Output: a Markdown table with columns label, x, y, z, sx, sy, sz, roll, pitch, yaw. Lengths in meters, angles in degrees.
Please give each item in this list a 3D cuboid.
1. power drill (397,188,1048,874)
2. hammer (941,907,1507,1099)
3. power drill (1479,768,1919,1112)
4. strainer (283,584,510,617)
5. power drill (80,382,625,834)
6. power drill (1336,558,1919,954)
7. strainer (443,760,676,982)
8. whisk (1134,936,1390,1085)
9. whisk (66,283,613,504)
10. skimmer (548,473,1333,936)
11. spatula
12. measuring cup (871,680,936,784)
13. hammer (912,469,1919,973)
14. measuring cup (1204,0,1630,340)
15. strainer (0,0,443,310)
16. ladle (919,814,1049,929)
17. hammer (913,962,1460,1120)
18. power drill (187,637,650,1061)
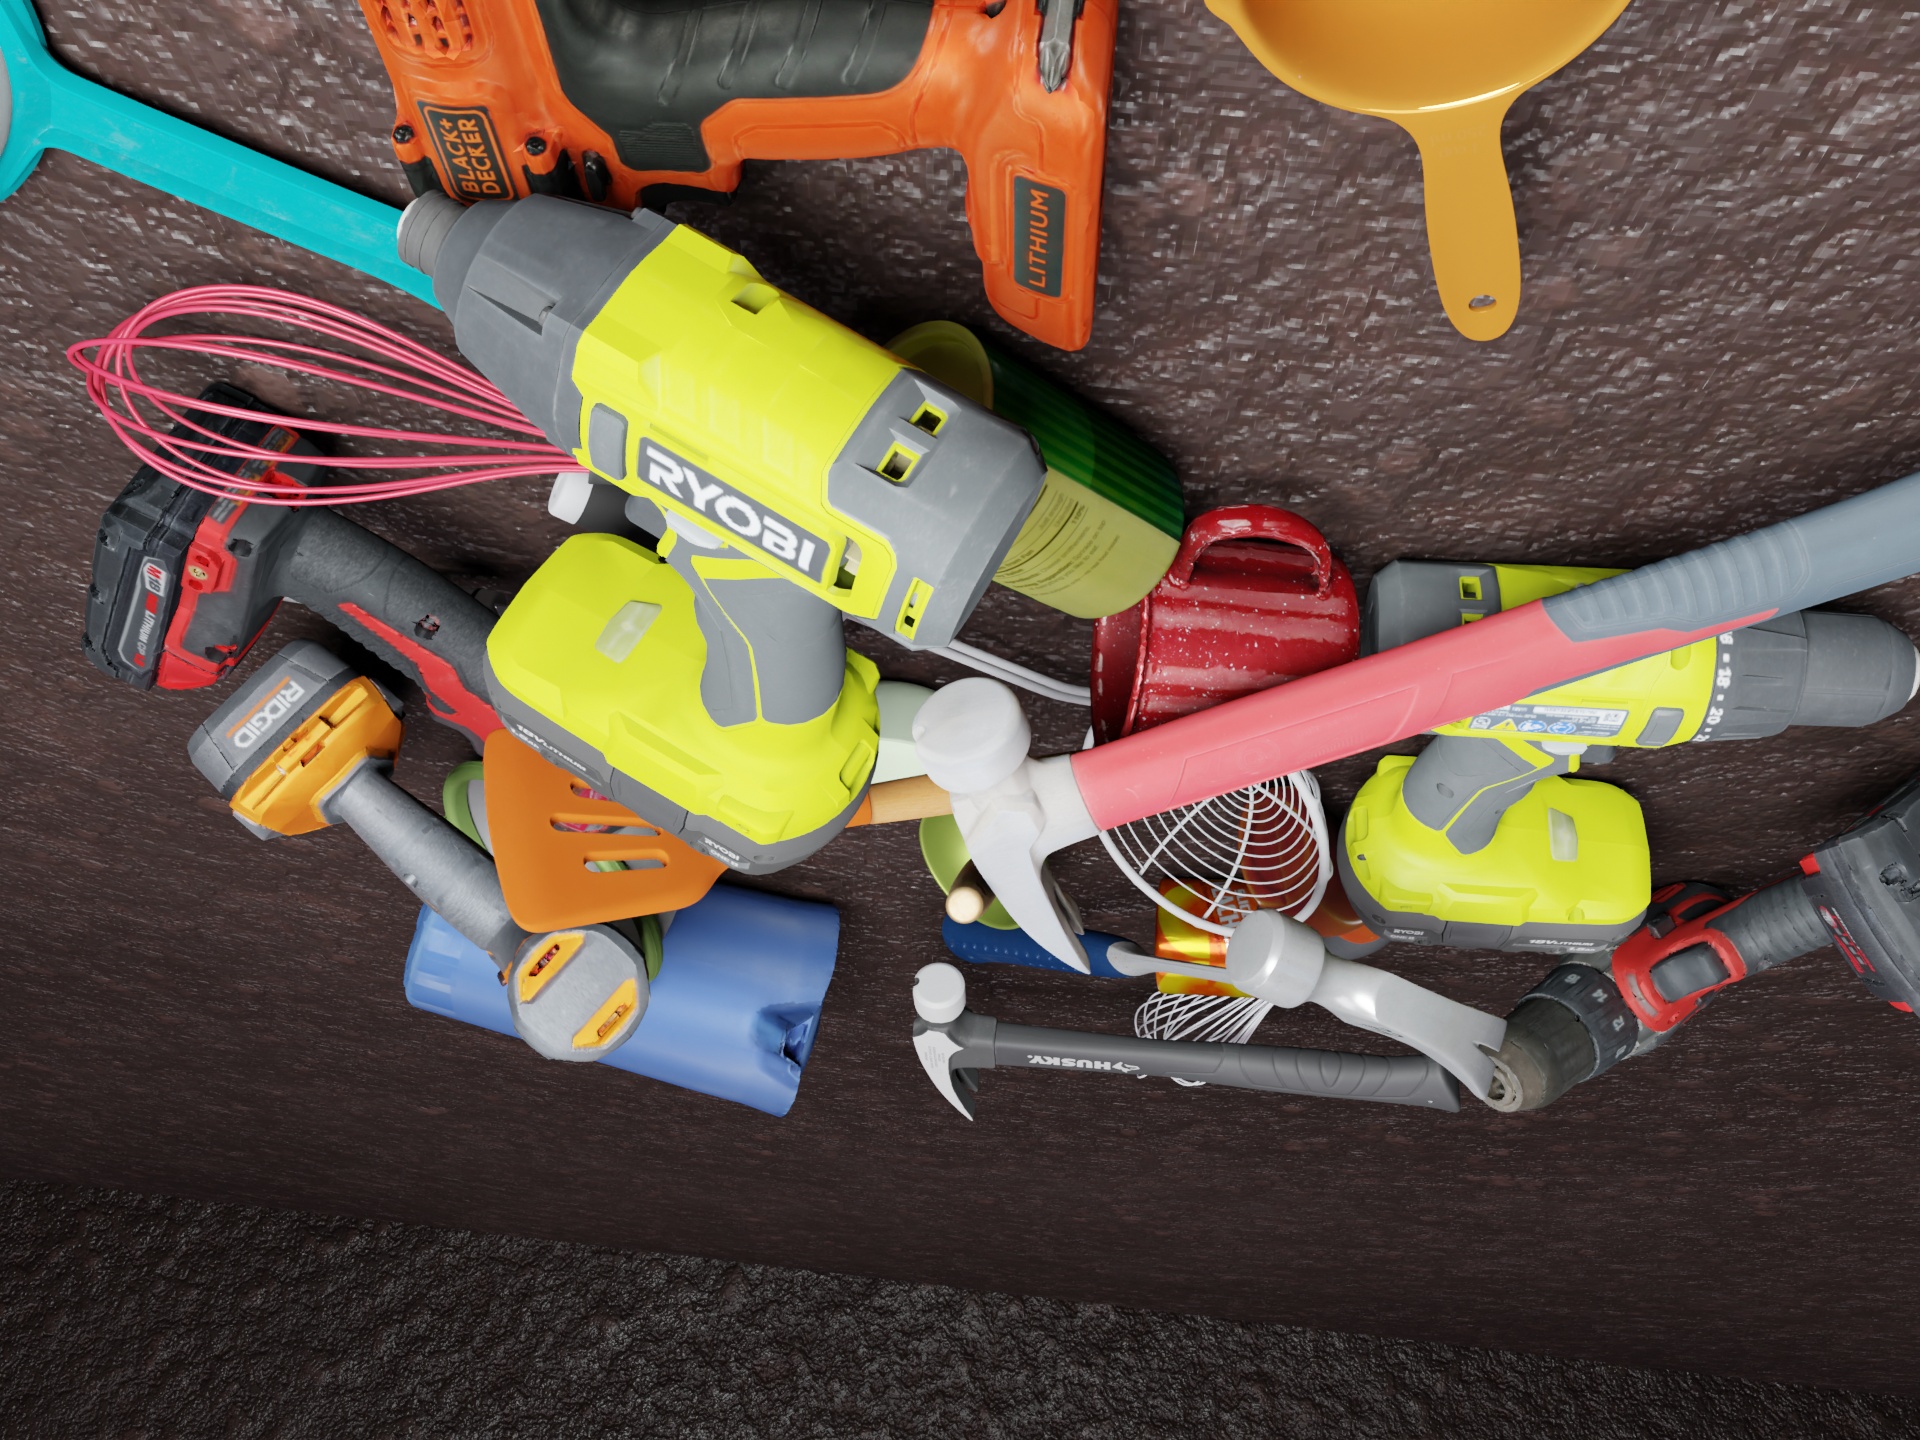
| label | x | y | z | sx | sy | sz | roll | pitch | yaw |
| --- | --- | --- | --- | --- | --- | --- | --- | --- | --- |
| power drill | -0.081 | -0.049 | 0.471 | 0.171 | 0.080 | 0.223 | 30 | 152 | 2 |
| hammer | 0.095 | 0.123 | 0.797 | 0.144 | 0.035 | 0.405 | 25 | 167 | -21 |
| power drill | 0.352 | 0.108 | 0.722 | 0.188 | 0.080 | 0.226 | -23 | 169 | -31 |
| strainer | -0.193 | -0.047 | 0.675 | 0.258 | 0.050 | 0.086 | 9 | 150 | 8 |
| power drill | -0.216 | -0.023 | 0.628 | 0.219 | 0.079 | 0.143 | 28 | 140 | -15 |
| power drill | 0.253 | 0.017 | 0.654 | 0.190 | 0.080 | 0.228 | 4 | 150 | 7 |
| strainer | -0.179 | 0.042 | 0.805 | 0.151 | 0.069 | 0.256 | 43 | 143 | 2 |
| whisk | 0.187 | 0.165 | 0.985 | 0.070 | 0.070 | 0.284 | 16 | 146 | -18 |
| whisk | -0.147 | -0.097 | 0.551 | 0.295 | 0.073 | 0.073 | 8 | 154 | -14 |
| skimmer | -0.001 | -0.002 | 0.658 | 0.363 | 0.090 | 0.127 | 21 | 150 | -26 |
| spatula | -0.010 | 0.024 | 0.600 | 0.322 | 0.081 | 0.041 | -8 | 150 | -16 |
| measuring cup | -0.053 | 0.025 | 0.784 | 0.083 | 0.038 | 0.167 | 20 | 152 | -23 |
| hammer | 0.187 | -0.013 | 0.526 | 0.386 | 0.038 | 0.143 | -18 | 137 | 11 |
| measuring cup | 0.114 | -0.161 | 0.368 | 0.095 | 0.052 | 0.173 | -4 | 153 | 21 |
| strainer | -0.304 | -0.156 | 0.427 | 0.340 | 0.095 | 0.211 | 19 | 151 | -19 |
| ladle | 0.004 | 0.071 | 0.701 | 0.062 | 0.078 | 0.320 | -38 | 177 | 3 |
| hammer | 0.139 | 0.213 | 0.986 | 0.335 | 0.035 | 0.146 | 4 | 141 | 7 |
| power drill | -0.241 | 0.072 | 0.757 | 0.226 | 0.084 | 0.164 | 42 | 166 | -3 |
